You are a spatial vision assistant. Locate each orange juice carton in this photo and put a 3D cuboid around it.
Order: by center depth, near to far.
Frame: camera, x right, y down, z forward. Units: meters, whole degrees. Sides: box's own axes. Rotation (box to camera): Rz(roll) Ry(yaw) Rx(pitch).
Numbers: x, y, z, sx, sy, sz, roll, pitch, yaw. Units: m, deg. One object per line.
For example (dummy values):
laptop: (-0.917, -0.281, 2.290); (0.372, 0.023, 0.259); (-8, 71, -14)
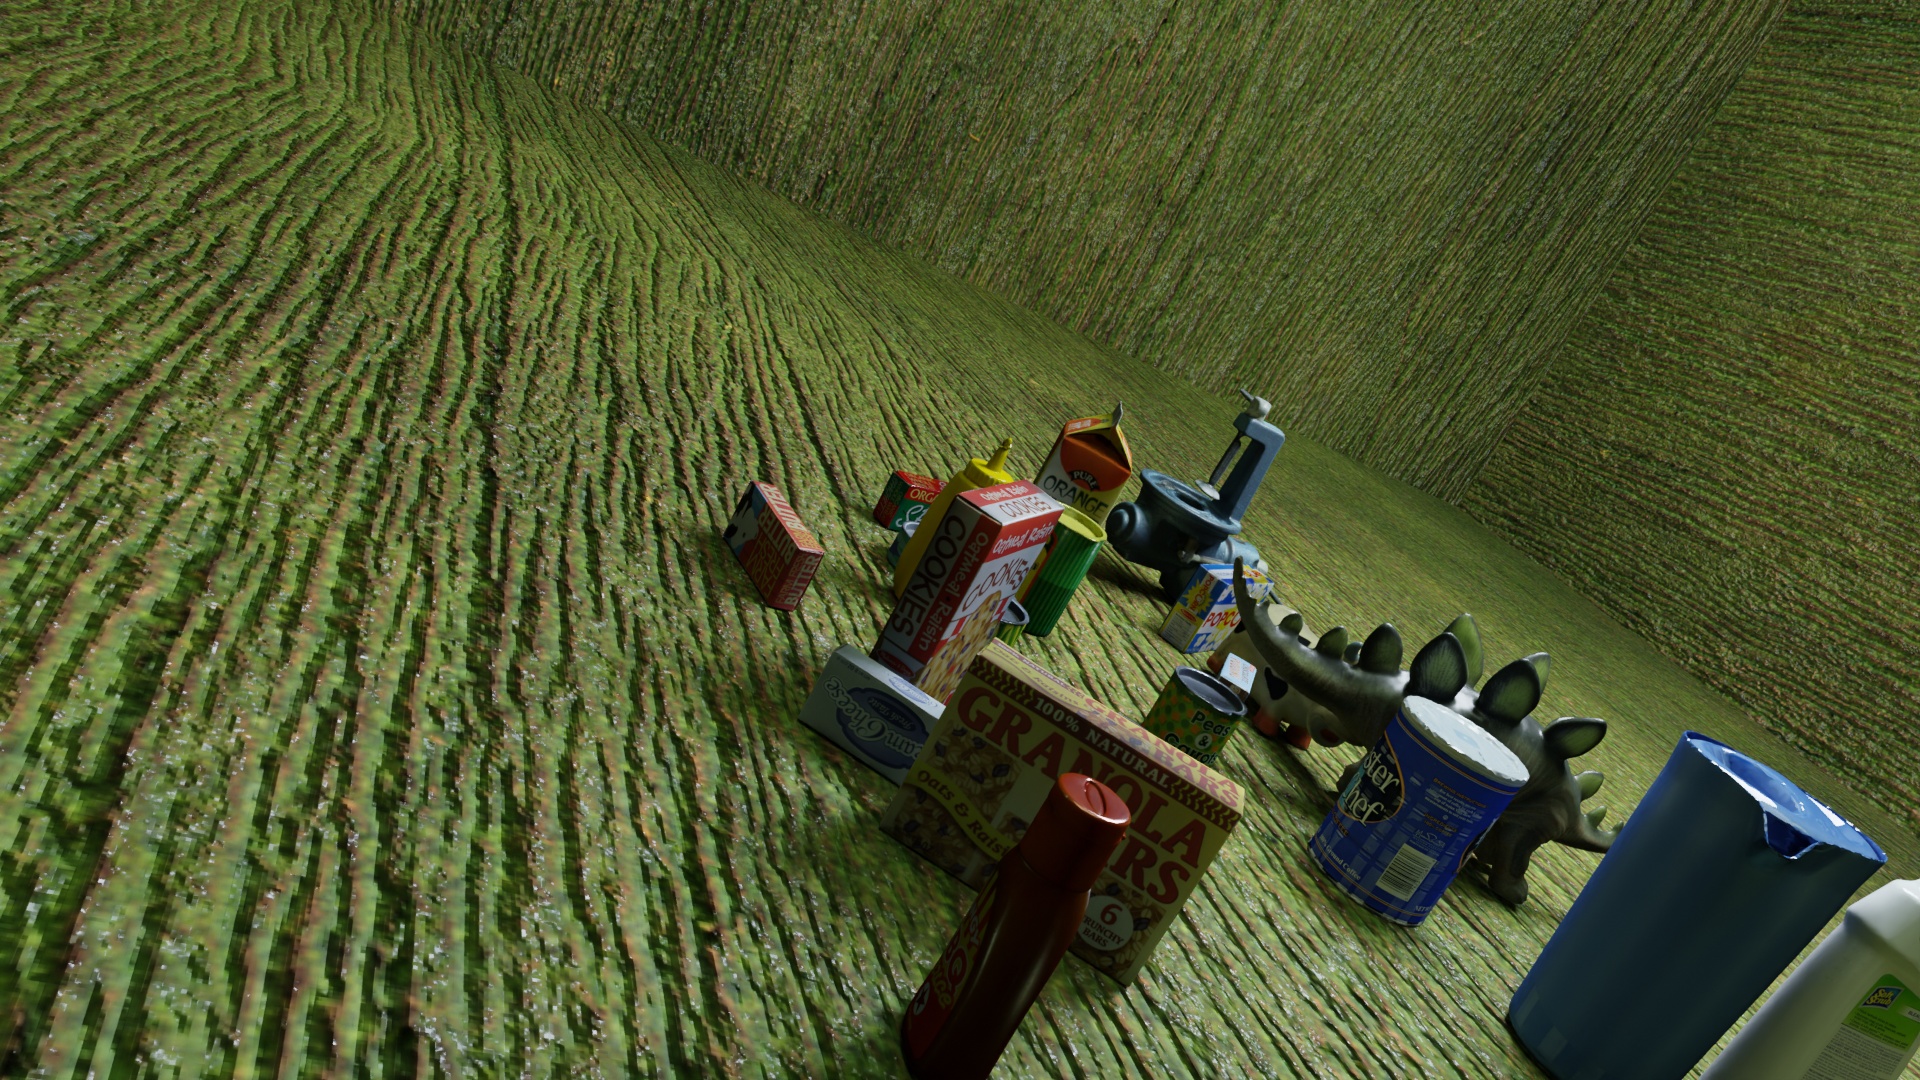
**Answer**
orange juice carton: (0.103, -0.041, 1.292); (0.073, 0.192, 0.072); (28, 16, -1)

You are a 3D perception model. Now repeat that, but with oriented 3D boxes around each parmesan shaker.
parmesan shaker: (0.075, 0.025, 1.207); (0.071, 0.102, 0.071); (26, 17, -8)

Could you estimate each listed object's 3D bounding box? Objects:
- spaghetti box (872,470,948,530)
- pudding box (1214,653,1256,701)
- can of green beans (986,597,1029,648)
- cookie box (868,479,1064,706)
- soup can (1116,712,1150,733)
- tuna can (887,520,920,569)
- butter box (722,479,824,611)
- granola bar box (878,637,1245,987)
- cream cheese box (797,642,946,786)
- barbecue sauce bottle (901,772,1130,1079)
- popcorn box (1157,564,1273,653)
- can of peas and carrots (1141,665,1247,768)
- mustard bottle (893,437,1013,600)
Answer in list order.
spaghetti box: (0.023, -0.019, 1.347); (0.250, 0.050, 0.029); (12, 23, -43)
pudding box: (0.236, 0.136, 1.234); (0.030, 0.049, 0.084); (31, 17, 9)
can of green beans: (0.010, 0.069, 1.057); (0.071, 0.057, 0.071); (26, 17, -8)
cookie box: (-0.004, 0.042, 0.922); (0.040, 0.167, 0.123); (33, 17, 15)
soup can: (0.087, 0.158, 0.873); (0.071, 0.083, 0.071); (26, 17, -8)
tuna can: (-0.028, 0.015, 1.197); (0.071, 0.032, 0.071); (26, 17, -8)
butter box: (-0.138, 0.003, 1.021); (0.024, 0.053, 0.104); (16, 21, -38)
granola bar box: (0.056, 0.150, 0.777); (0.166, 0.124, 0.039); (31, 16, 8)
cream cheese box: (-0.043, 0.113, 0.850); (0.104, 0.053, 0.024); (32, 17, 10)
barbecue sauce bottle: (0.025, 0.173, 0.619); (0.043, 0.148, 0.065); (26, 16, -9)
popcorn box: (0.260, 0.068, 1.408); (0.038, 0.085, 0.127); (38, 19, 28)
can of peas and carrots: (0.188, 0.144, 1.117); (0.071, 0.058, 0.071); (26, 17, -8)
mustard bottle: (0.004, -0.014, 1.111); (0.065, 0.159, 0.049); (17, 20, -35)
